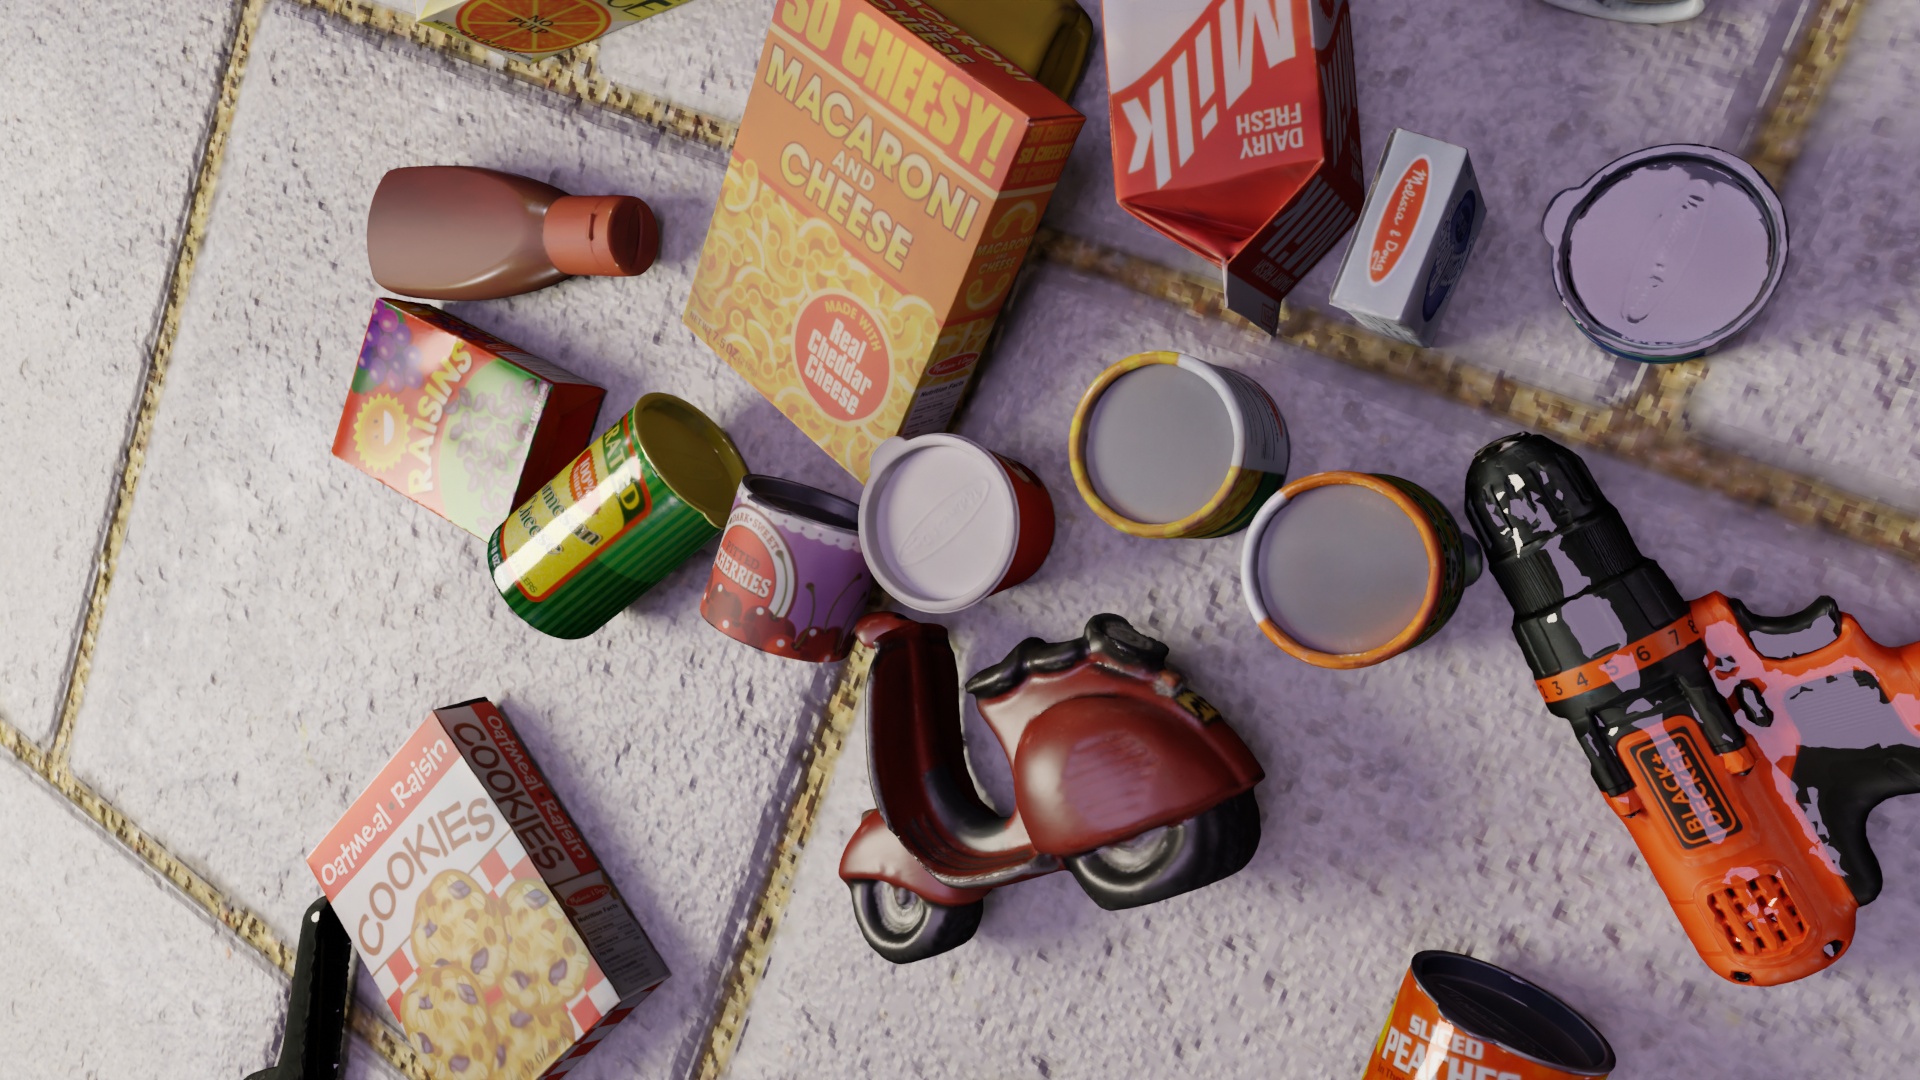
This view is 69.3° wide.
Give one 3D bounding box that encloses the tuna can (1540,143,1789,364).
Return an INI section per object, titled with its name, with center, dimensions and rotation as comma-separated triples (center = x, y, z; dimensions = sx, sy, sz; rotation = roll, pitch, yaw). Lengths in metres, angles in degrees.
[tuna can]
center = 0.223, -0.091, 0.444
dimensions = 0.071, 0.033, 0.071
rotation = 0, 90, 27

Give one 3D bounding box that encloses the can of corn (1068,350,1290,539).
[can of corn]
center = 0.077, -0.032, 0.503
dimensions = 0.071, 0.058, 0.071
rotation = 0, 90, 27

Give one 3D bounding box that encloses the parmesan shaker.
[parmesan shaker]
center = -0.150, -0.007, 0.612
dimensions = 0.103, 0.071, 0.071
rotation = -36, 75, 22

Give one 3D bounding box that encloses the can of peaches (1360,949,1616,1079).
[can of peaches]
center = 0.166, 0.177, 0.451
dimensions = 0.071, 0.071, 0.058
rotation = 24, 102, 25

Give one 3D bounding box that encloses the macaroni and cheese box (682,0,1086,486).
[macaroni and cheese box]
center = -0.037, -0.122, 0.542
dimensions = 0.124, 0.040, 0.165
rotation = 42, 128, 20

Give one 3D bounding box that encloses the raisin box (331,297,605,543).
[raisin box]
center = -0.241, -0.058, 0.675
dimensions = 0.123, 0.040, 0.086
rotation = 25, 102, 23

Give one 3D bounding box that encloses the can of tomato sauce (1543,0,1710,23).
[can of tomato sauce]
center = 0.213, -0.213, 0.429
dimensions = 0.071, 0.071, 0.083
rotation = 23, 101, 25

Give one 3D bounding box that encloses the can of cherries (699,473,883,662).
[can of cherries]
center = -0.069, 0.011, 0.570
dimensions = 0.071, 0.071, 0.058
rotation = 26, 102, 24

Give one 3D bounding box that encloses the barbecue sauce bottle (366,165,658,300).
[barbecue sauce bottle]
center = -0.213, -0.145, 0.658
dimensions = 0.148, 0.044, 0.065
rotation = 7, 91, 26

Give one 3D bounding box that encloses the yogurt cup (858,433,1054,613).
[yogurt cup]
center = 0.002, -0.007, 0.543
dimensions = 0.072, 0.054, 0.072
rotation = 0, 90, 27

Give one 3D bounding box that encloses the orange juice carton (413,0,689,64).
[orange juice carton]
center = -0.149, -0.280, 0.610
dimensions = 0.192, 0.072, 0.073
rotation = -9, 87, 27

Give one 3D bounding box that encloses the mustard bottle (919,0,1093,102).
[mustard bottle]
center = -0.024, -0.217, 0.560
dimensions = 0.160, 0.049, 0.065
rotation = 34, 111, 23

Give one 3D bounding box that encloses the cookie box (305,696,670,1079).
[cookie box]
center = -0.231, 0.180, 0.669
dimensions = 0.122, 0.040, 0.168
rotation = -45, 72, 19

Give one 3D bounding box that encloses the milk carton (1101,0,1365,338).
[milk carton]
center = 0.096, -0.170, 0.487
dimensions = 0.073, 0.072, 0.190
rotation = -5, 86, 27

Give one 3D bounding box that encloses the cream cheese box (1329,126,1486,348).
[cream cheese box]
center = 0.145, -0.093, 0.444
dimensions = 0.024, 0.104, 0.053
rotation = 24, 102, 21

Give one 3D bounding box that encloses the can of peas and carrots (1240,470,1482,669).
[can of peas and carrots]
center = 0.137, 0.009, 0.473
dimensions = 0.071, 0.059, 0.071
rotation = 0, 91, 27
